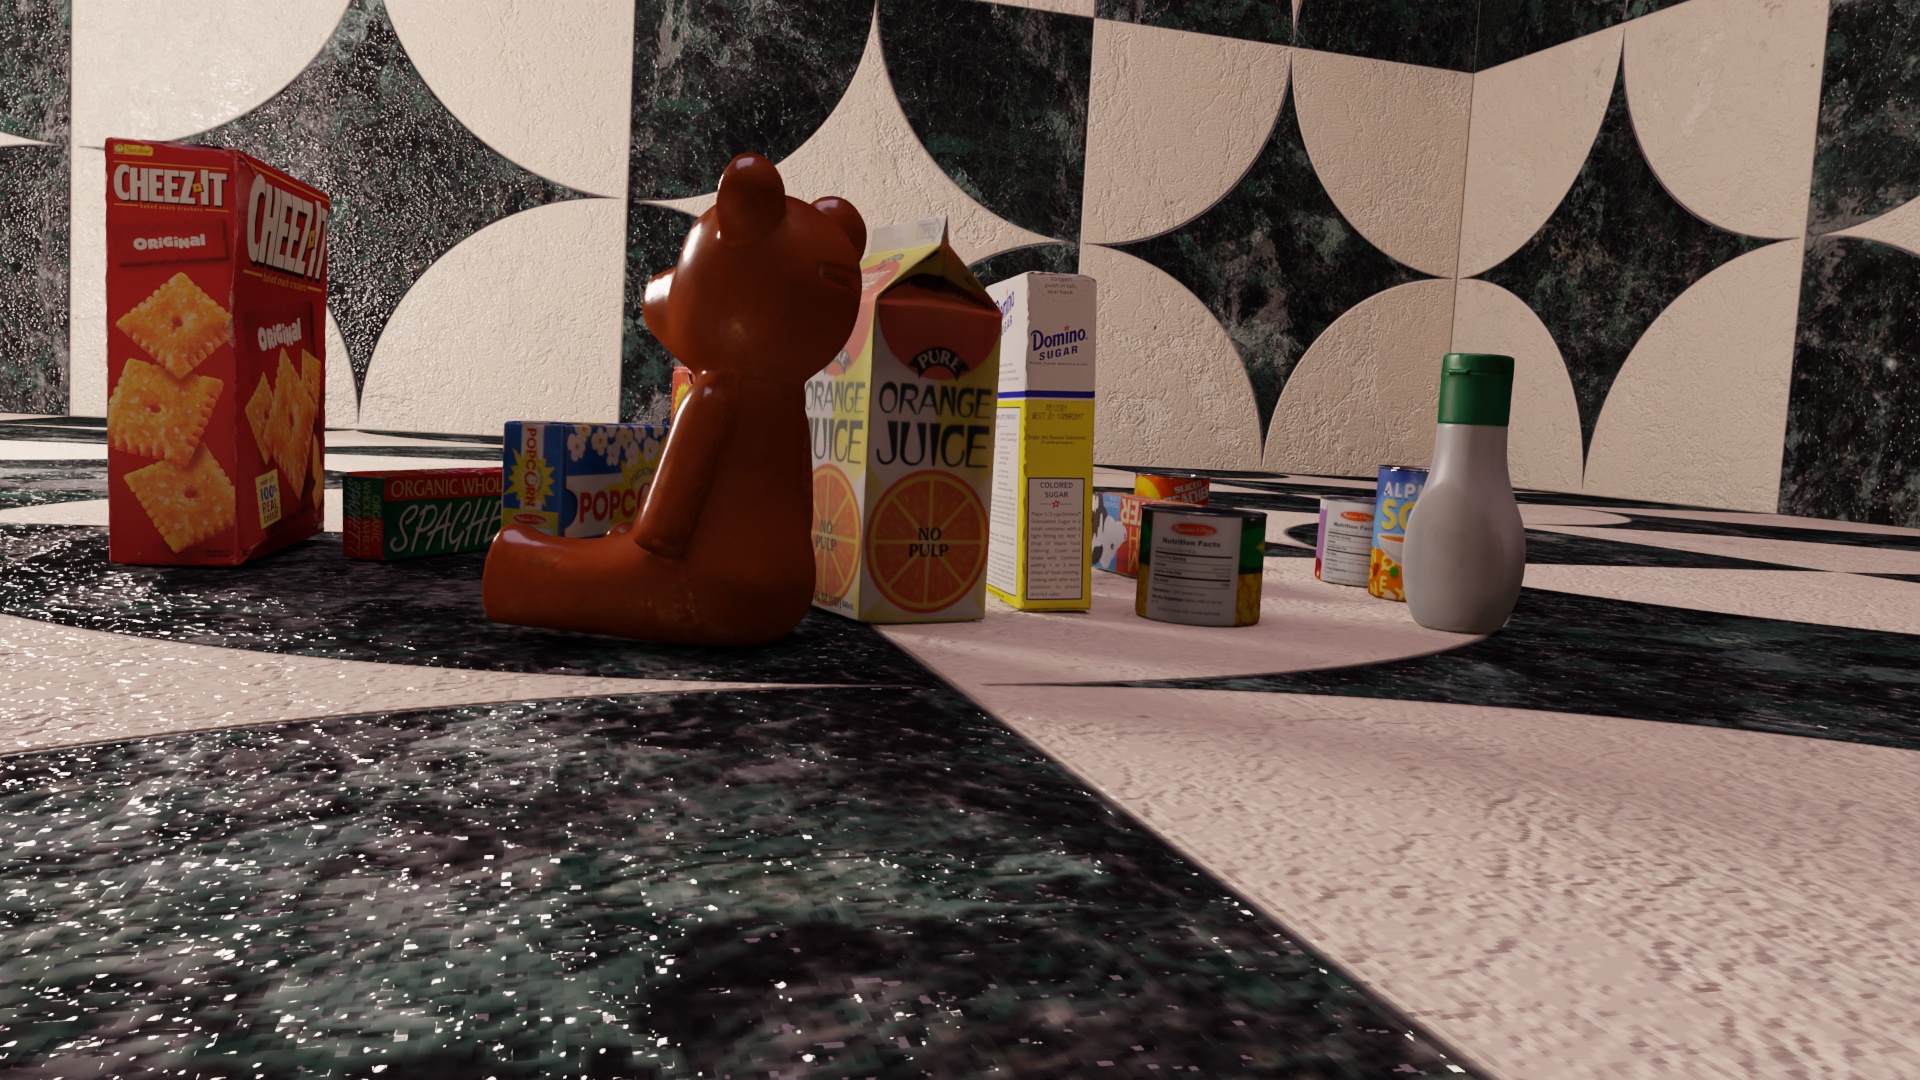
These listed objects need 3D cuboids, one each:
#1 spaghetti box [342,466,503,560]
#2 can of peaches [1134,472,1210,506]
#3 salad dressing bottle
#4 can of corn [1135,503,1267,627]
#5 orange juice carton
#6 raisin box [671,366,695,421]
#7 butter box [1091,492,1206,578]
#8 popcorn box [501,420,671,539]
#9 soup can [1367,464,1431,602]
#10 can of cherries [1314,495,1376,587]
[{"bbox_3d":[-0.293,-0.021,0.883,0.029,0.050,0.250,5,5,18],"label":"spaghetti box"},{"bbox_3d":[0.187,-0.030,1.226,0.071,0.058,0.071,3,5,0],"label":"can of peaches"},{"bbox_3d":[0.273,-0.026,0.747,0.044,0.147,0.064,-1,6,-39],"label":"salad dressing bottle"},{"bbox_3d":[0.127,0.012,0.735,0.071,0.058,0.071,3,5,0],"label":"can of corn"},{"bbox_3d":[-0.031,-0.059,0.680,0.073,0.192,0.072,0,5,-33],"label":"orange juice carton"},{"bbox_3d":[-0.177,-0.063,1.003,0.040,0.123,0.086,0,6,-35],"label":"raisin box"},{"bbox_3d":[0.121,-0.002,0.906,0.024,0.053,0.103,1,6,-25],"label":"butter box"},{"bbox_3d":[-0.197,-0.022,0.756,0.038,0.085,0.127,5,5,17],"label":"popcorn box"},{"bbox_3d":[0.293,-0.004,0.873,0.071,0.083,0.071,3,5,0],"label":"soup can"},{"bbox_3d":[0.280,0.000,0.954,0.071,0.058,0.071,3,5,0],"label":"can of cherries"}]
